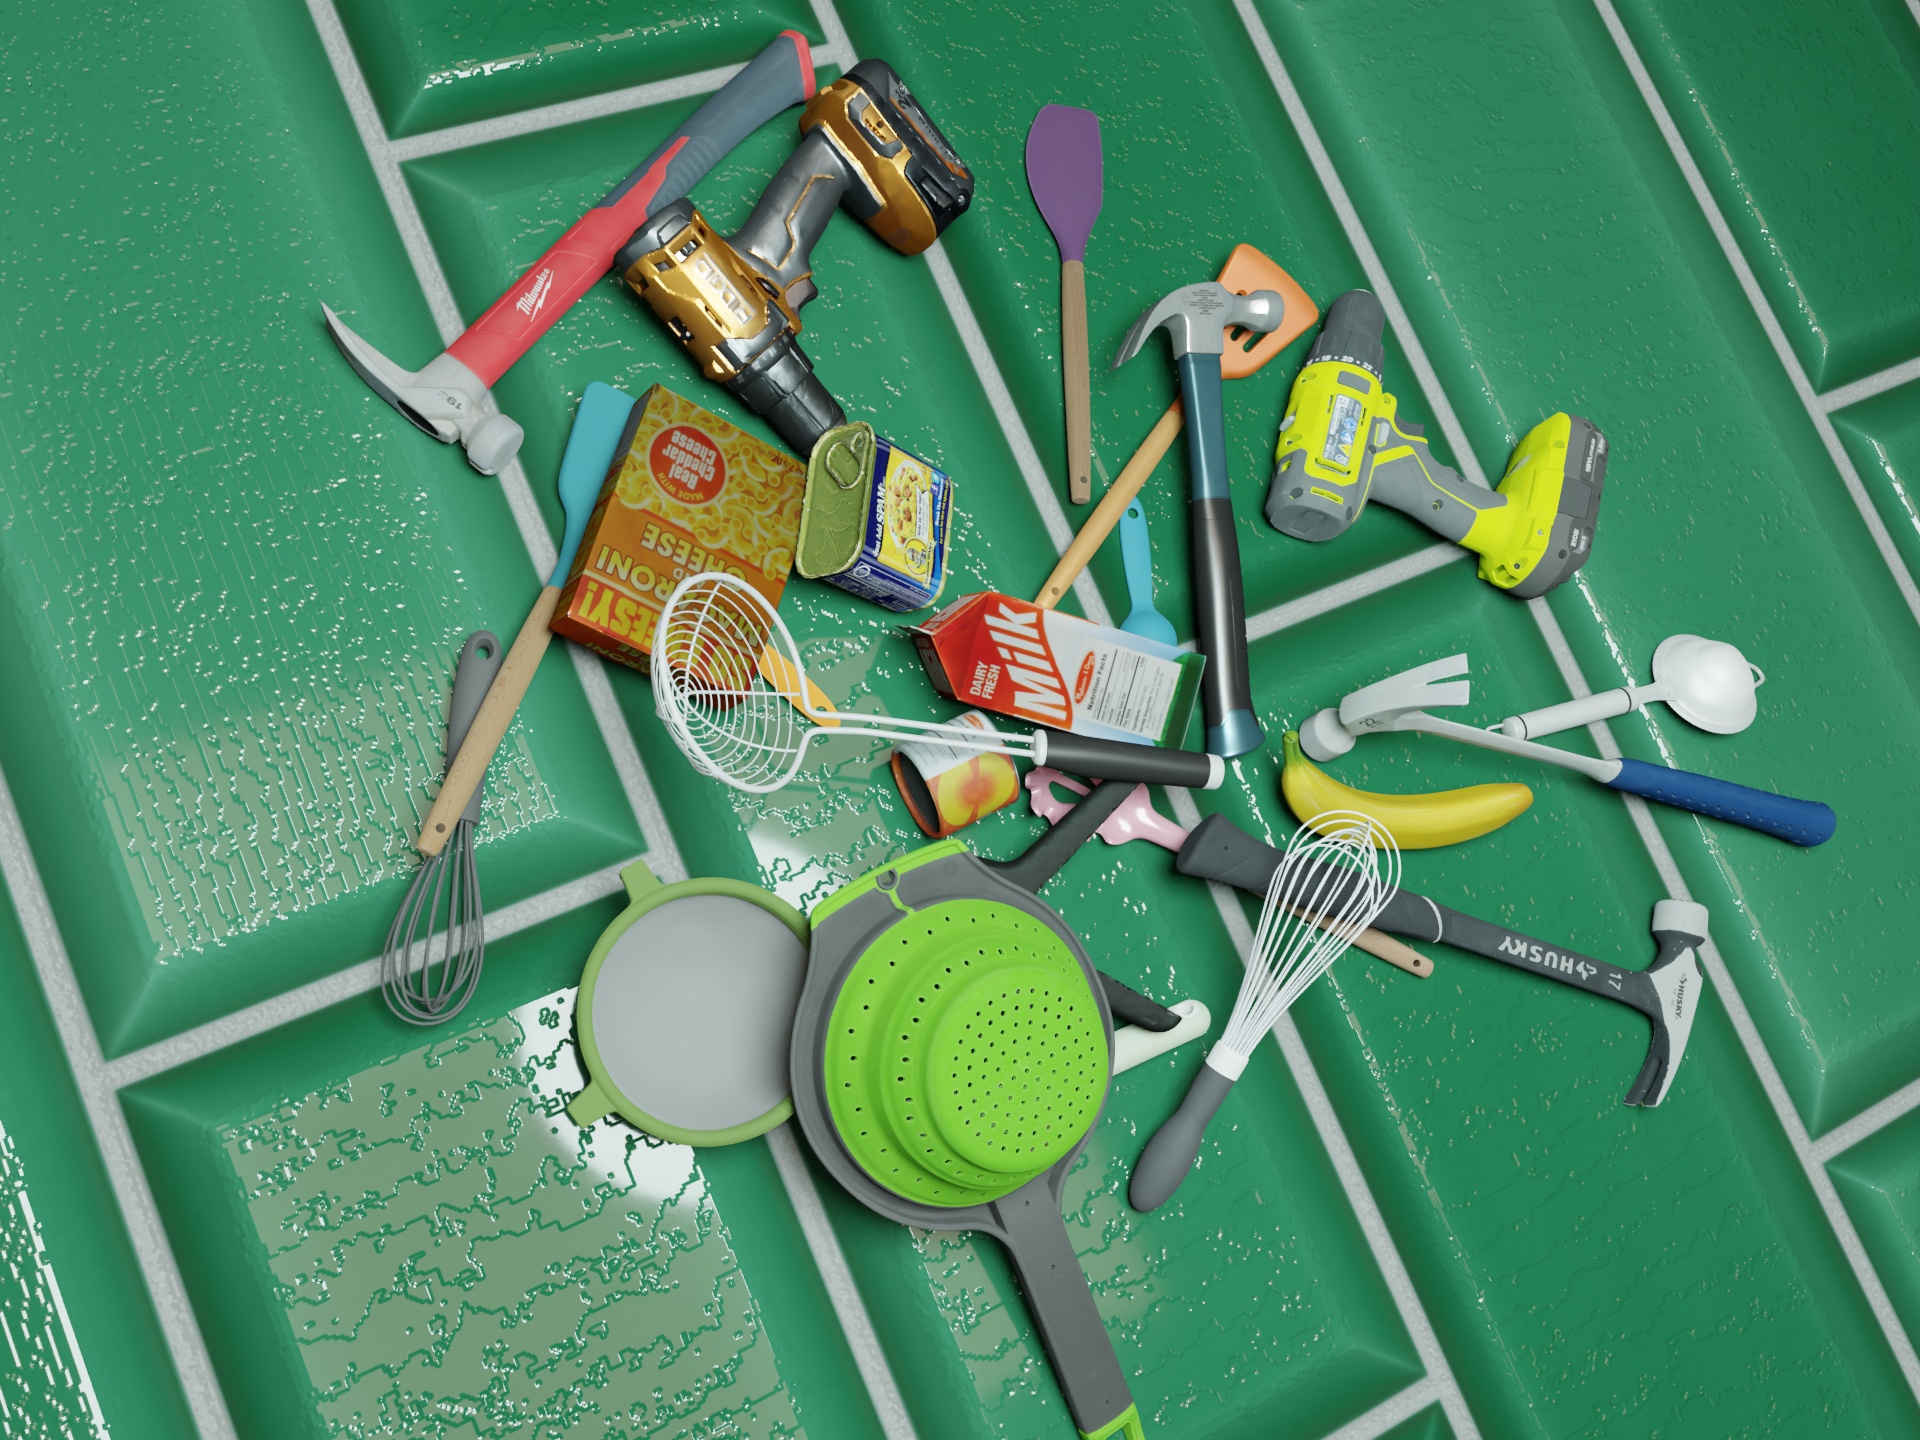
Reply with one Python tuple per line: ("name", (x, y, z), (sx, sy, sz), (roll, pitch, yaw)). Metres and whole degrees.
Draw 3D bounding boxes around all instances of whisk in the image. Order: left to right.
("whisk", (-0.297, 0.058, 0.933), (0.055, 0.055, 0.239), (8, 70, -13))
("whisk", (0.052, 0.227, 0.986), (0.246, 0.058, 0.059), (-19, 116, -22))
("whisk", (0.183, 0.183, 0.985), (0.070, 0.070, 0.284), (29, 94, -7))

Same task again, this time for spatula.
("spatula", (-0.251, -0.061, 0.956), (0.082, 0.044, 0.318), (30, 58, -21))
("spatula", (0.079, -0.303, 1.138), (0.059, 0.018, 0.316), (3, 74, -14))
("spatula", (0.143, -0.199, 1.113), (0.081, 0.041, 0.323), (39, 68, -11))

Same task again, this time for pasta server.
("pasta server", (0.182, 0.099, 1.054), (0.316, 0.040, 0.060), (28, 90, -8))

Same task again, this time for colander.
("colander", (0.044, 0.264, 0.901), (0.204, 0.094, 0.397), (-25, 98, -25))

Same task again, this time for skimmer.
("skimmer", (-0.001, -0.003, 0.927), (0.363, 0.090, 0.127), (8, 62, -16))

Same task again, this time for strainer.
("strainer", (-0.101, 0.183, 0.942), (0.256, 0.069, 0.152), (14, 72, -16))
("strainer", (0.498, -0.017, 1.169), (0.258, 0.050, 0.087), (-14, 64, -15))

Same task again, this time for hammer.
("hammer", (-0.238, -0.340, 1.051), (0.143, 0.038, 0.386), (38, 70, -1))
("hammer", (0.175, -0.137, 1.090), (0.128, 0.033, 0.331), (-2, 85, -22))
("hammer", (0.328, 0.144, 1.065), (0.408, 0.036, 0.149), (18, 74, -16))
("hammer", (0.447, 0.032, 1.107), (0.405, 0.144, 0.035), (13, 68, -19))

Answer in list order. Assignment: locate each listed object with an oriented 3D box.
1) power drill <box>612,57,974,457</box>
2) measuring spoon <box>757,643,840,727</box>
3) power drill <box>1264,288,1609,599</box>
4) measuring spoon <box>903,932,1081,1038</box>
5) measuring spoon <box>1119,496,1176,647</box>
("power drill", (-0.090, -0.302, 1.053), (0.226, 0.084, 0.185), (-48, 109, -20))
("measuring spoon", (-0.122, -0.034, 1.021), (0.117, 0.011, 0.021), (43, 62, -5))
("power drill", (0.344, -0.198, 1.154), (0.228, 0.080, 0.191), (20, 72, -7))
("measuring spoon", (0.019, 0.166, 1.008), (0.124, 0.018, 0.034), (27, 73, 0))
("measuring spoon", (0.126, -0.099, 1.097), (0.042, 0.021, 0.129), (-2, 76, -15))
